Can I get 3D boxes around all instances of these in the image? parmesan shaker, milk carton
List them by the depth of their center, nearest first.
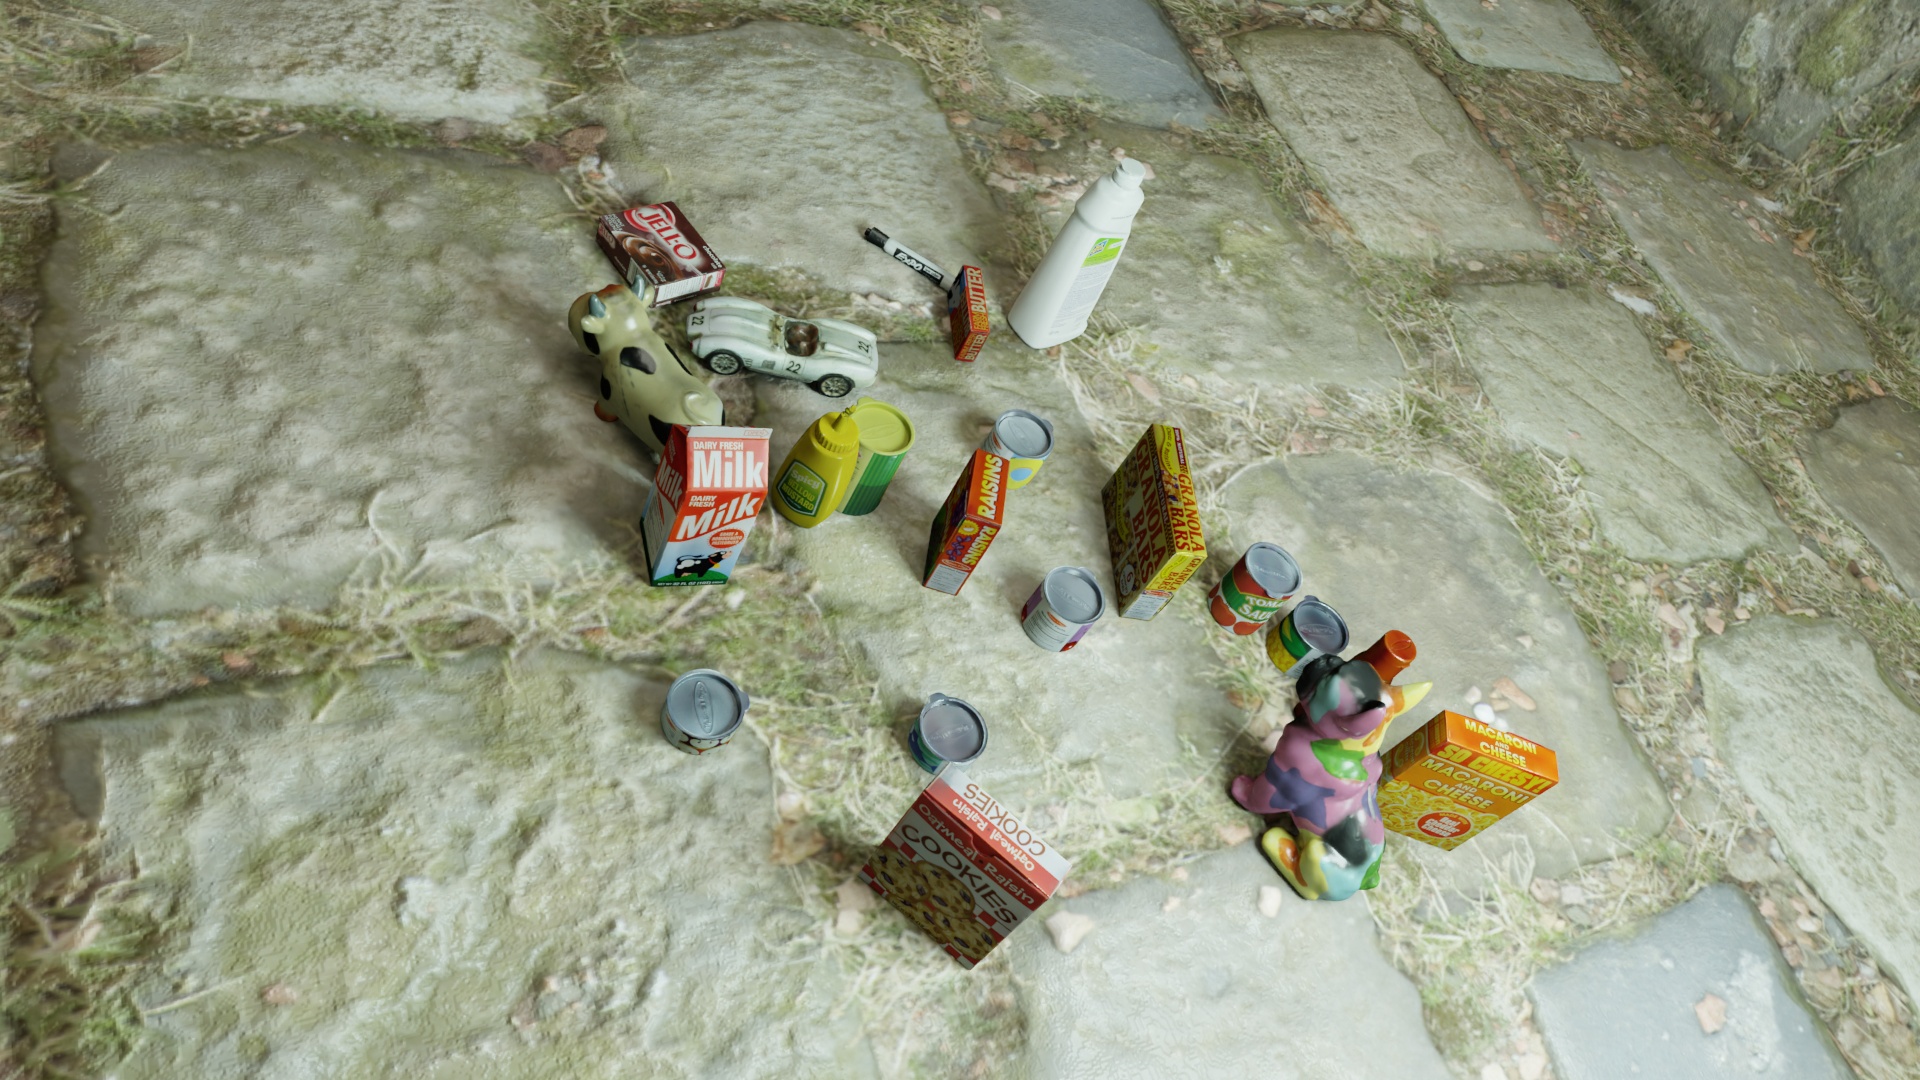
[{"bbox_3d":[-0.221,-0.040,1.204,0.072,0.189,0.074,-1,57,-26],"label":"milk carton"},{"bbox_3d":[-0.093,-0.081,1.353,0.071,0.102,0.071,13,51,-17],"label":"parmesan shaker"}]

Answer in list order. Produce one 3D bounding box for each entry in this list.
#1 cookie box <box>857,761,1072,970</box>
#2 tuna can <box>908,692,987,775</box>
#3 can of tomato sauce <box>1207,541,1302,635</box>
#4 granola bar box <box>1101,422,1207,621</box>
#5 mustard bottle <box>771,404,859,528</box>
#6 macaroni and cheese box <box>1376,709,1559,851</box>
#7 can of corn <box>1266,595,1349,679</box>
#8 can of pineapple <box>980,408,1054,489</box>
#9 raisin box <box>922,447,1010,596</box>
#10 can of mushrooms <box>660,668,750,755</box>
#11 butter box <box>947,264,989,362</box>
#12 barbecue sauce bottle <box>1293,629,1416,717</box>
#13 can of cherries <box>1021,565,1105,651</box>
[{"bbox_3d":[-0.001,0.261,1.097,0.123,0.166,0.040,39,49,6],"label":"cookie box"},{"bbox_3d":[-0.013,0.174,1.246,0.071,0.032,0.071,13,51,-16],"label":"tuna can"},{"bbox_3d":[0.308,0.053,1.455,0.071,0.082,0.071,13,51,-17],"label":"can of tomato sauce"},{"bbox_3d":[0.197,-0.018,1.429,0.039,0.123,0.166,10,52,-19],"label":"granola bar box"},{"bbox_3d":[-0.129,-0.076,1.294,0.065,0.159,0.049,36,49,3],"label":"mustard bottle"},{"bbox_3d":[0.470,0.233,1.341,0.124,0.165,0.040,21,50,-10],"label":"macaroni and cheese box"},{"bbox_3d":[0.363,0.102,1.461,0.071,0.058,0.071,13,51,-16],"label":"can of corn"},{"bbox_3d":[0.059,-0.096,1.466,0.071,0.057,0.071,13,51,-16],"label":"can of pineapple"},{"bbox_3d":[0.005,-0.017,1.337,0.040,0.122,0.086,19,50,-12],"label":"raisin box"},{"bbox_3d":[-0.216,0.145,1.172,0.071,0.033,0.071,13,51,-16],"label":"can of mushrooms"},{"bbox_3d":[0.009,-0.255,1.564,0.024,0.052,0.104,8,53,-20],"label":"butter box"},{"bbox_3d":[0.397,0.142,1.387,0.065,0.147,0.044,-10,61,-31],"label":"barbecue sauce bottle"},{"bbox_3d":[0.102,0.066,1.364,0.071,0.058,0.072,13,51,-16],"label":"can of cherries"}]
